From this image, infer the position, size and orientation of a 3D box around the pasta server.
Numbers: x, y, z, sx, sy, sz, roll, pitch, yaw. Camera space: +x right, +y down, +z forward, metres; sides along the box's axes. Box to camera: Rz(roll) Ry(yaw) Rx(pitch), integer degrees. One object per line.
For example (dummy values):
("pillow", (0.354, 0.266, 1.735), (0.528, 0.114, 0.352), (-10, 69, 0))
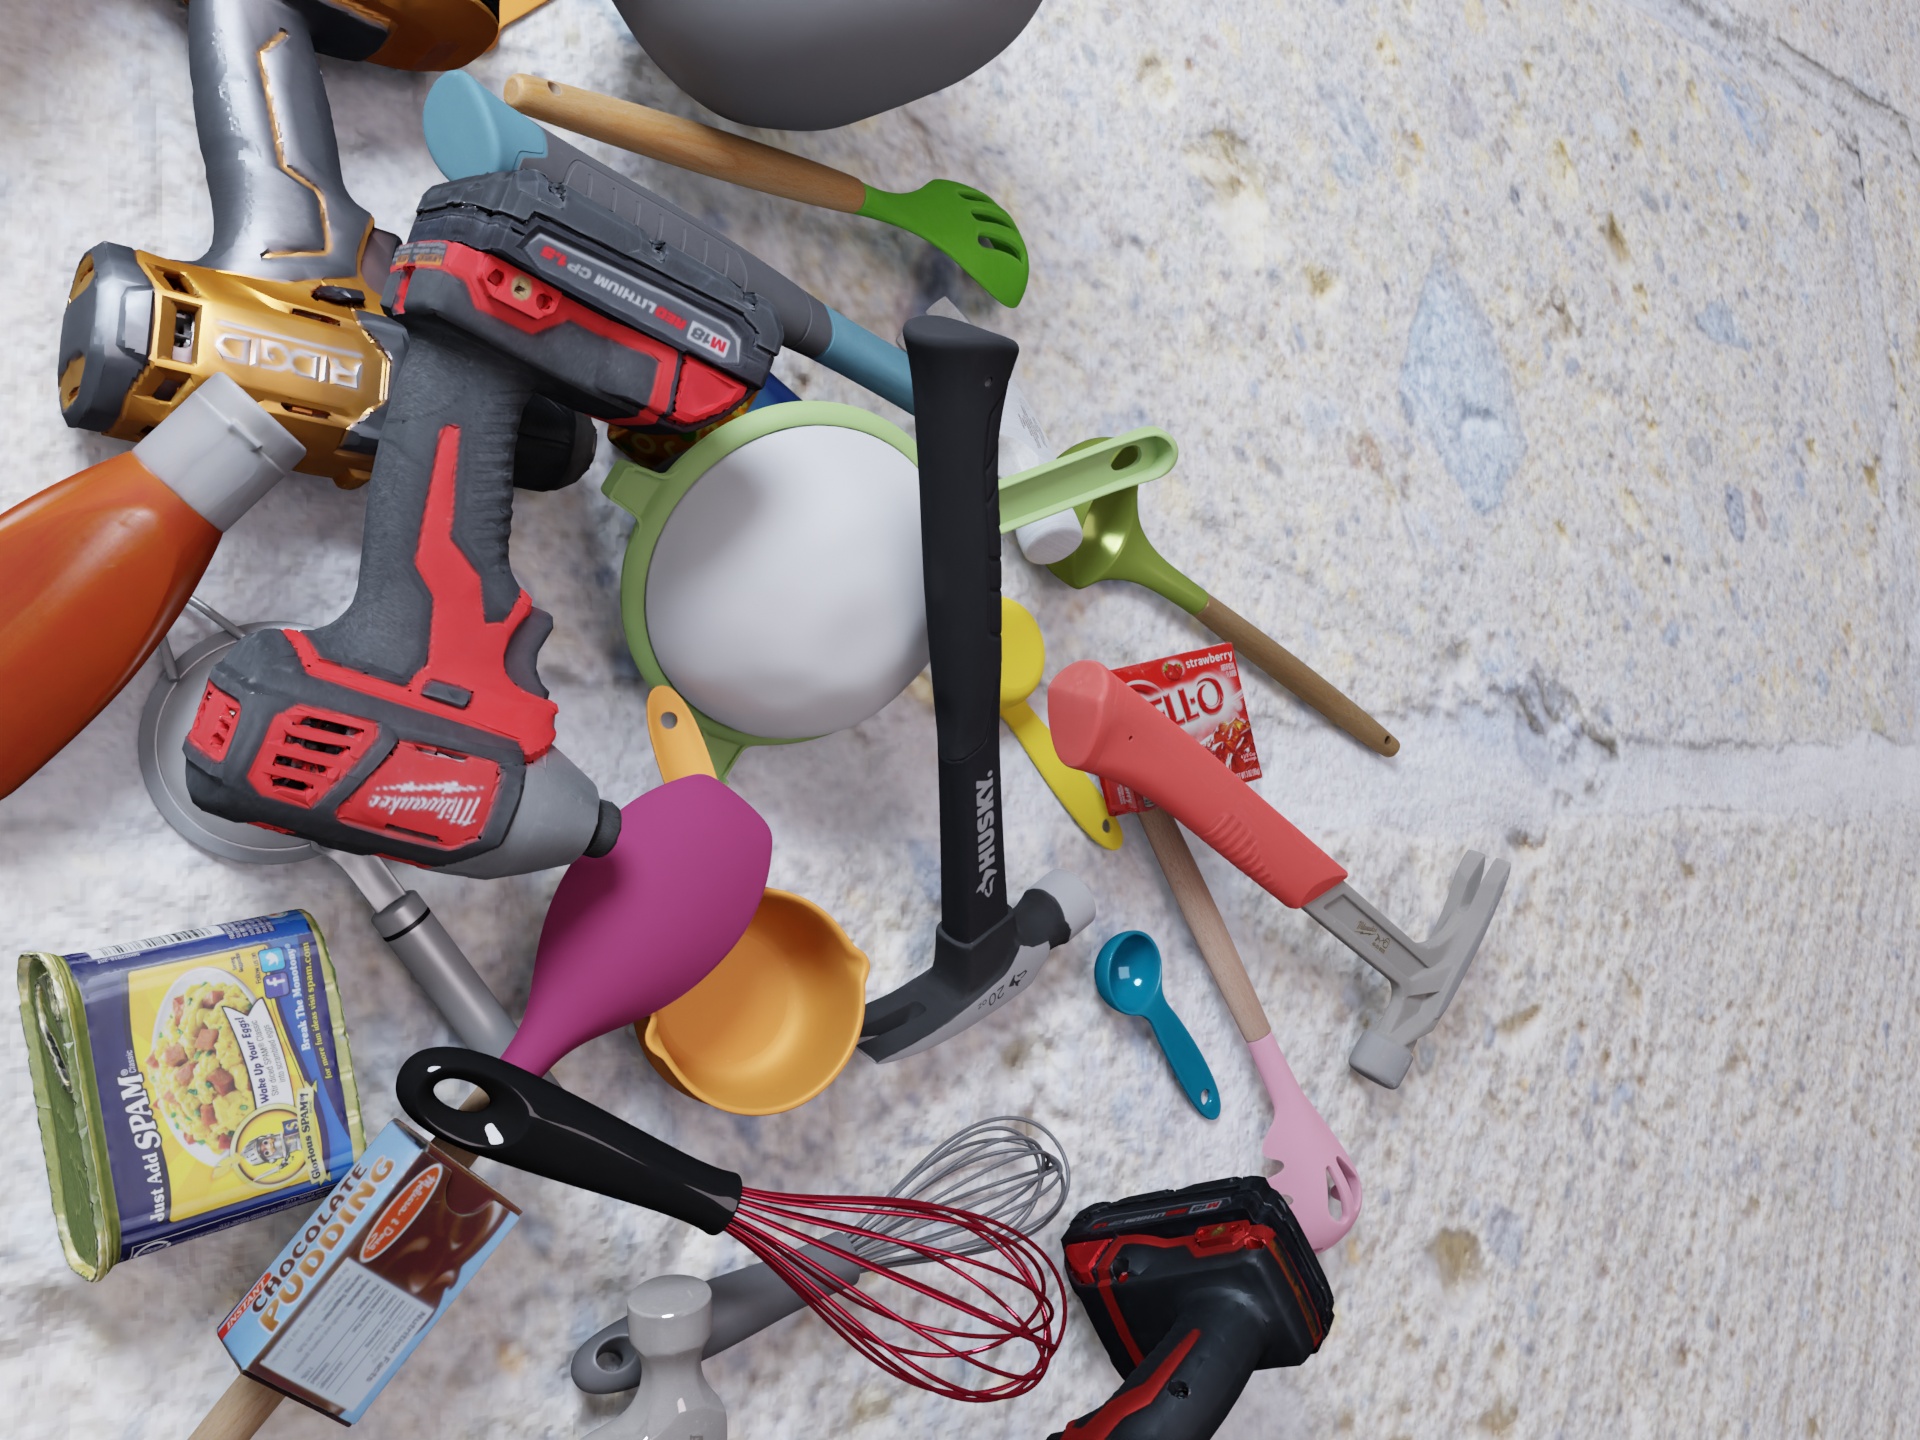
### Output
("pasta server", (0.141, 0.143, 0.843), (0.060, 0.040, 0.316), (-30, 97, -38))

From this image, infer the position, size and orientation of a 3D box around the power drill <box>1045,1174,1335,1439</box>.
("power drill", (0.048, 0.297, 0.670), (0.227, 0.188, 0.080), (-35, 100, -56))

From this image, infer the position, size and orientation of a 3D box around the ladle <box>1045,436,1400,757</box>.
("ladle", (0.155, -0.050, 0.867), (0.319, 0.062, 0.078), (32, 80, -33))

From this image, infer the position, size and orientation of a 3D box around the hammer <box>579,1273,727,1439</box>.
("hammer", (-0.226, 0.291, 0.509), (0.331, 0.031, 0.130), (-8, 102, -35))

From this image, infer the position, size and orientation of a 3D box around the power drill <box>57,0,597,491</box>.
("power drill", (-0.216, -0.196, 0.585), (0.185, 0.084, 0.226), (8, 81, -40))

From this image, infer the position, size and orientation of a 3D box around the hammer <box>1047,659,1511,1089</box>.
("hammer", (0.168, 0.063, 0.814), (0.358, 0.037, 0.149), (37, 78, -38))

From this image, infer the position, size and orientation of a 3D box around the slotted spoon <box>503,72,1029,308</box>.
("slotted spoon", (-0.063, -0.233, 0.695), (0.313, 0.031, 0.070), (-4, 66, -51))

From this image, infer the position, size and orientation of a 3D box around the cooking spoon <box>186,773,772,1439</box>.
("cooking spoon", (-0.175, 0.148, 0.560), (0.068, 0.017, 0.319), (41, 69, -10))

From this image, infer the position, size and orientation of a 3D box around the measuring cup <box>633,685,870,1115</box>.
("measuring cup", (-0.101, 0.073, 0.642), (0.095, 0.052, 0.173), (-17, 87, -27))

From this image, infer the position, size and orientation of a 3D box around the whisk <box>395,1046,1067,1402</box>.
("whisk", (-0.072, 0.187, 0.589), (0.295, 0.073, 0.073), (32, 64, -25))

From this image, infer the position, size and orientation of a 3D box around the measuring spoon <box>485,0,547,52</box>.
("measuring spoon", (-0.175, -0.321, 0.678), (0.021, 0.011, 0.117), (47, 57, -22))

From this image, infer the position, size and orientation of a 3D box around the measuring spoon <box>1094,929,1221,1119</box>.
("measuring spoon", (0.100, 0.159, 0.816), (0.042, 0.021, 0.128), (-49, 121, -33))

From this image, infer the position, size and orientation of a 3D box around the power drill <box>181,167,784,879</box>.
("power drill", (-0.150, -0.055, 0.532), (0.143, 0.079, 0.220), (22, 87, -38))

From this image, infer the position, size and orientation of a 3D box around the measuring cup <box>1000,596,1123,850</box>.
("measuring cup", (0.044, 0.004, 0.784), (0.156, 0.029, 0.062), (53, 55, -18))

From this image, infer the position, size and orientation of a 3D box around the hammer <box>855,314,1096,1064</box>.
("hammer", (-0.001, -0.002, 0.637), (0.146, 0.035, 0.334), (-33, 137, -34))

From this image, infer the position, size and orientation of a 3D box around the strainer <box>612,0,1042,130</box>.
("strainer", (-0.027, -0.320, 0.697), (0.340, 0.211, 0.095), (-60, 136, -62))

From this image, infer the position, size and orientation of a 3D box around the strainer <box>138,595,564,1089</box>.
("strainer", (-0.205, 0.063, 0.573), (0.087, 0.050, 0.258), (-37, 109, -20))

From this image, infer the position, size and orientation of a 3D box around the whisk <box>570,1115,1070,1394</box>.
("whisk", (-0.051, 0.222, 0.665), (0.239, 0.055, 0.055), (-14, 91, -35))

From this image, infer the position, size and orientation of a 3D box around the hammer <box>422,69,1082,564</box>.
("hammer", (-0.069, -0.166, 0.658), (0.330, 0.033, 0.128), (19, 43, -48))

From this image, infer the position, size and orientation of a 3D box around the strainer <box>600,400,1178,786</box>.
("strainer", (-0.008, -0.065, 0.653), (0.256, 0.069, 0.151), (-22, 125, -17))
